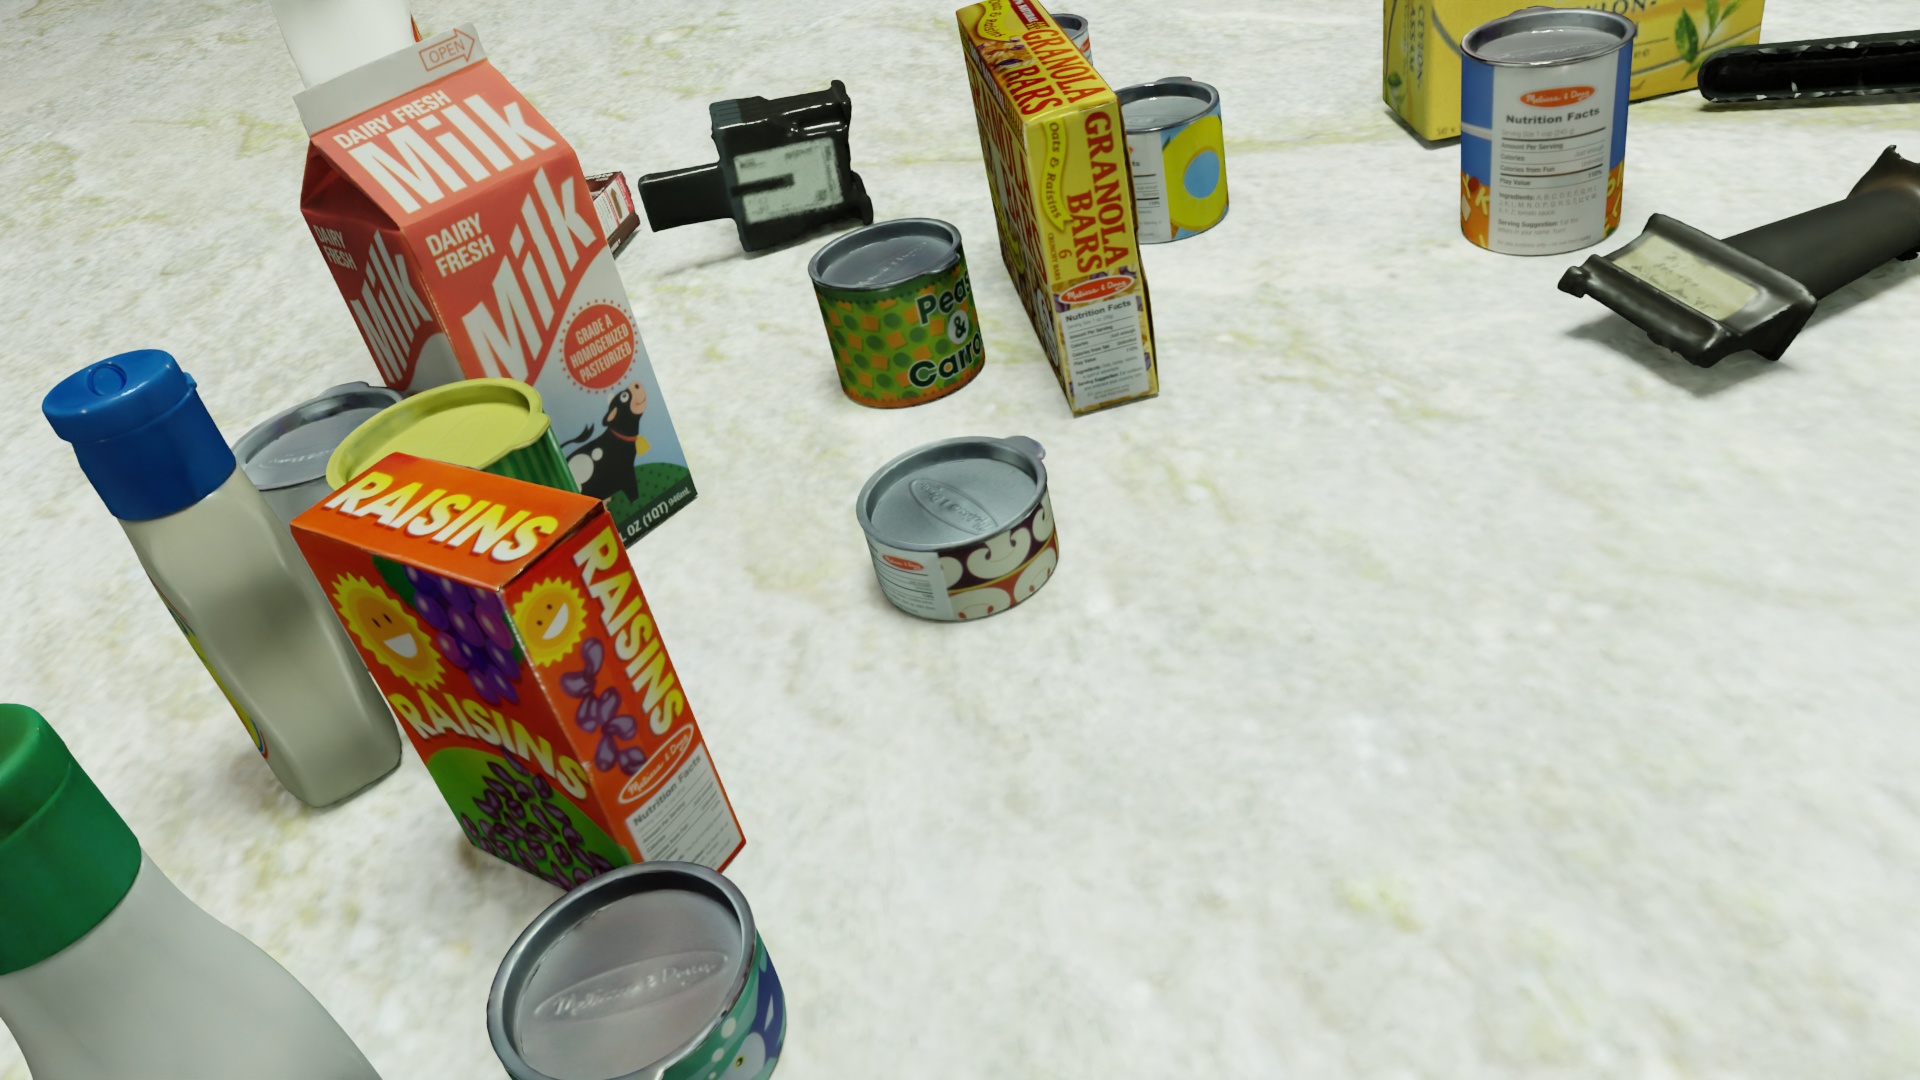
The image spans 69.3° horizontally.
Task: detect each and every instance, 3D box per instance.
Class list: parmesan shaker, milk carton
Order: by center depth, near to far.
[{"bbox_3d":[-0.148,0.008,0.450,0.071,0.102,0.072,-9,35,7],"label":"parmesan shaker"},{"bbox_3d":[-0.171,-0.083,0.510,0.073,0.189,0.073,18,46,37],"label":"milk carton"}]

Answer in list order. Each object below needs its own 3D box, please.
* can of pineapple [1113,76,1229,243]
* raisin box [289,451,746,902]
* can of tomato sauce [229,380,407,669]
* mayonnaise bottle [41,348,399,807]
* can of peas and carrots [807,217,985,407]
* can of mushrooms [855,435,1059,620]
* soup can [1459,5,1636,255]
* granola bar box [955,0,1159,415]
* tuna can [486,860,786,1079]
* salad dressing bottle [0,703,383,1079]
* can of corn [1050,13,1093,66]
[{"bbox_3d":[0.097,-0.185,0.676,0.071,0.057,0.071,-9,35,7],"label":"can of pineapple"},{"bbox_3d":[-0.116,0.041,0.377,0.086,0.122,0.040,13,43,33],"label":"raisin box"},{"bbox_3d":[-0.218,-0.006,0.510,0.071,0.082,0.071,-9,35,7],"label":"can of tomato sauce"},{"bbox_3d":[-0.225,0.013,0.431,0.041,0.147,0.065,-32,39,-24],"label":"mayonnaise bottle"},{"bbox_3d":[-0.024,-0.098,0.594,0.071,0.058,0.071,-9,35,7],"label":"can of peas and carrots"},{"bbox_3d":[0.002,-0.006,0.480,0.071,0.033,0.071,-9,35,7],"label":"can of mushrooms"},{"bbox_3d":[0.246,-0.174,0.588,0.071,0.083,0.072,-9,35,7],"label":"soup can"},{"bbox_3d":[0.039,-0.148,0.586,0.039,0.123,0.166,-14,35,-1],"label":"granola bar box"},{"bbox_3d":[-0.077,0.116,0.339,0.071,0.032,0.071,-9,35,7],"label":"tuna can"},{"bbox_3d":[-0.172,0.099,0.294,0.064,0.147,0.044,-2,37,16],"label":"salad dressing bottle"},{"bbox_3d":[0.043,-0.265,0.804,0.071,0.058,0.071,-9,35,7],"label":"can of corn"}]
